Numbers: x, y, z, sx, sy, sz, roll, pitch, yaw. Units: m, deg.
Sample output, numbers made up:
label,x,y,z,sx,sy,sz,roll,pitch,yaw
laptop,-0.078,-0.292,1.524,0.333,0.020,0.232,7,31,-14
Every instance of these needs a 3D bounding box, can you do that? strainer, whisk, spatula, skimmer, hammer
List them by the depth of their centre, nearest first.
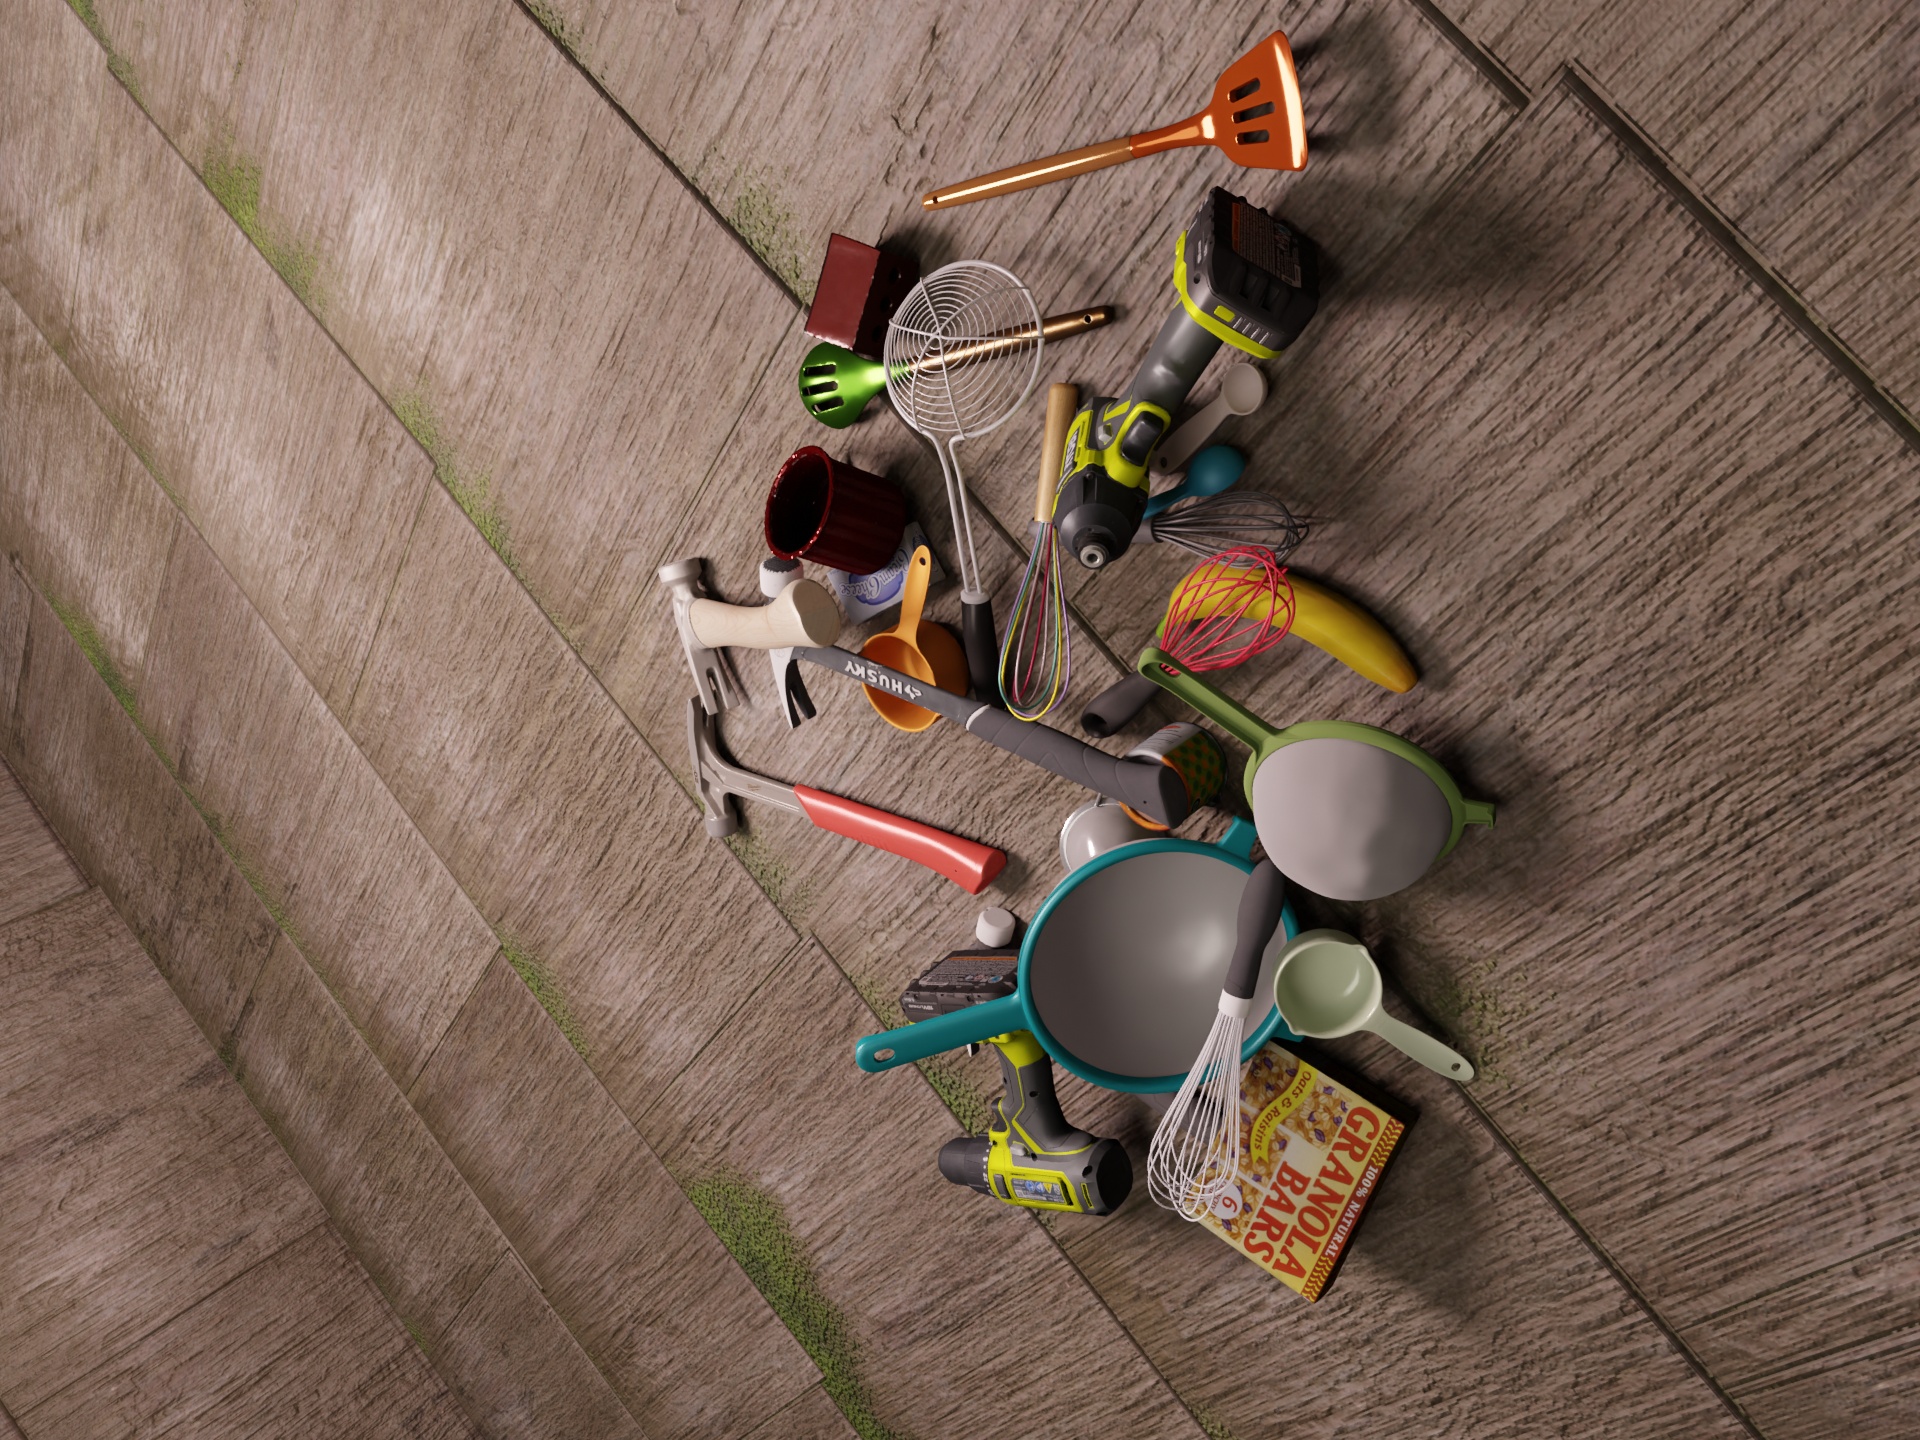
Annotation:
label,x,y,z,sx,sy,sz,roll,pitch,yaw
spatula,0.091,-0.374,1.053,0.323,0.041,0.081,1,112,41
strainer,0.216,0.045,1.061,0.256,0.069,0.151,34,142,-12
whisk,0.151,-0.045,1.117,0.073,0.073,0.295,54,152,6
whisk,0.138,-0.134,1.126,0.239,0.055,0.055,7,115,43
whisk,0.192,0.233,1.150,0.070,0.070,0.284,21,107,32
whisk,0.058,-0.122,1.153,0.047,0.051,0.245,-169,85,-68
strainer,0.083,0.188,1.204,0.340,0.095,0.210,-18,112,3
skimmer,0.017,-0.161,1.211,0.127,0.090,0.362,13,133,27
hammer,-0.002,-0.004,1.239,0.409,0.036,0.149,24,129,32
strainer,0.121,0.169,1.272,0.087,0.050,0.258,3,109,14
hammer,-0.171,-0.068,1.306,0.411,0.038,0.146,8,116,68
hammer,0.136,0.298,1.348,0.335,0.035,0.146,30,127,26
hammer,-0.112,0.078,1.452,0.359,0.037,0.149,15,120,35

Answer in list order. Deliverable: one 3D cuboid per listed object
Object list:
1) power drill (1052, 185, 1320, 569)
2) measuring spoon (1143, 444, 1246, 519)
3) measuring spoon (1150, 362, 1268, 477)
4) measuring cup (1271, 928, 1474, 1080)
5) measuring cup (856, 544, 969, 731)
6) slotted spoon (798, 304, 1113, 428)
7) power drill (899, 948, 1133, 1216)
label,x,y,z,sx,sy,sz,roll,pitch,yaw
power drill,0.133,-0.209,1.015,0.080,0.171,0.223,26,128,-11
measuring spoon,0.134,-0.157,1.096,0.128,0.042,0.021,-24,125,23
measuring spoon,0.170,-0.203,1.091,0.124,0.018,0.034,-39,70,51
measuring cup,0.299,0.210,1.150,0.167,0.038,0.083,32,106,-9
measuring cup,-0.028,-0.073,1.290,0.095,0.052,0.173,32,130,26
slotted spoon,-0.016,-0.275,1.204,0.314,0.031,0.070,-4,105,40
power drill,0.032,0.316,1.367,0.190,0.080,0.228,-7,107,41
